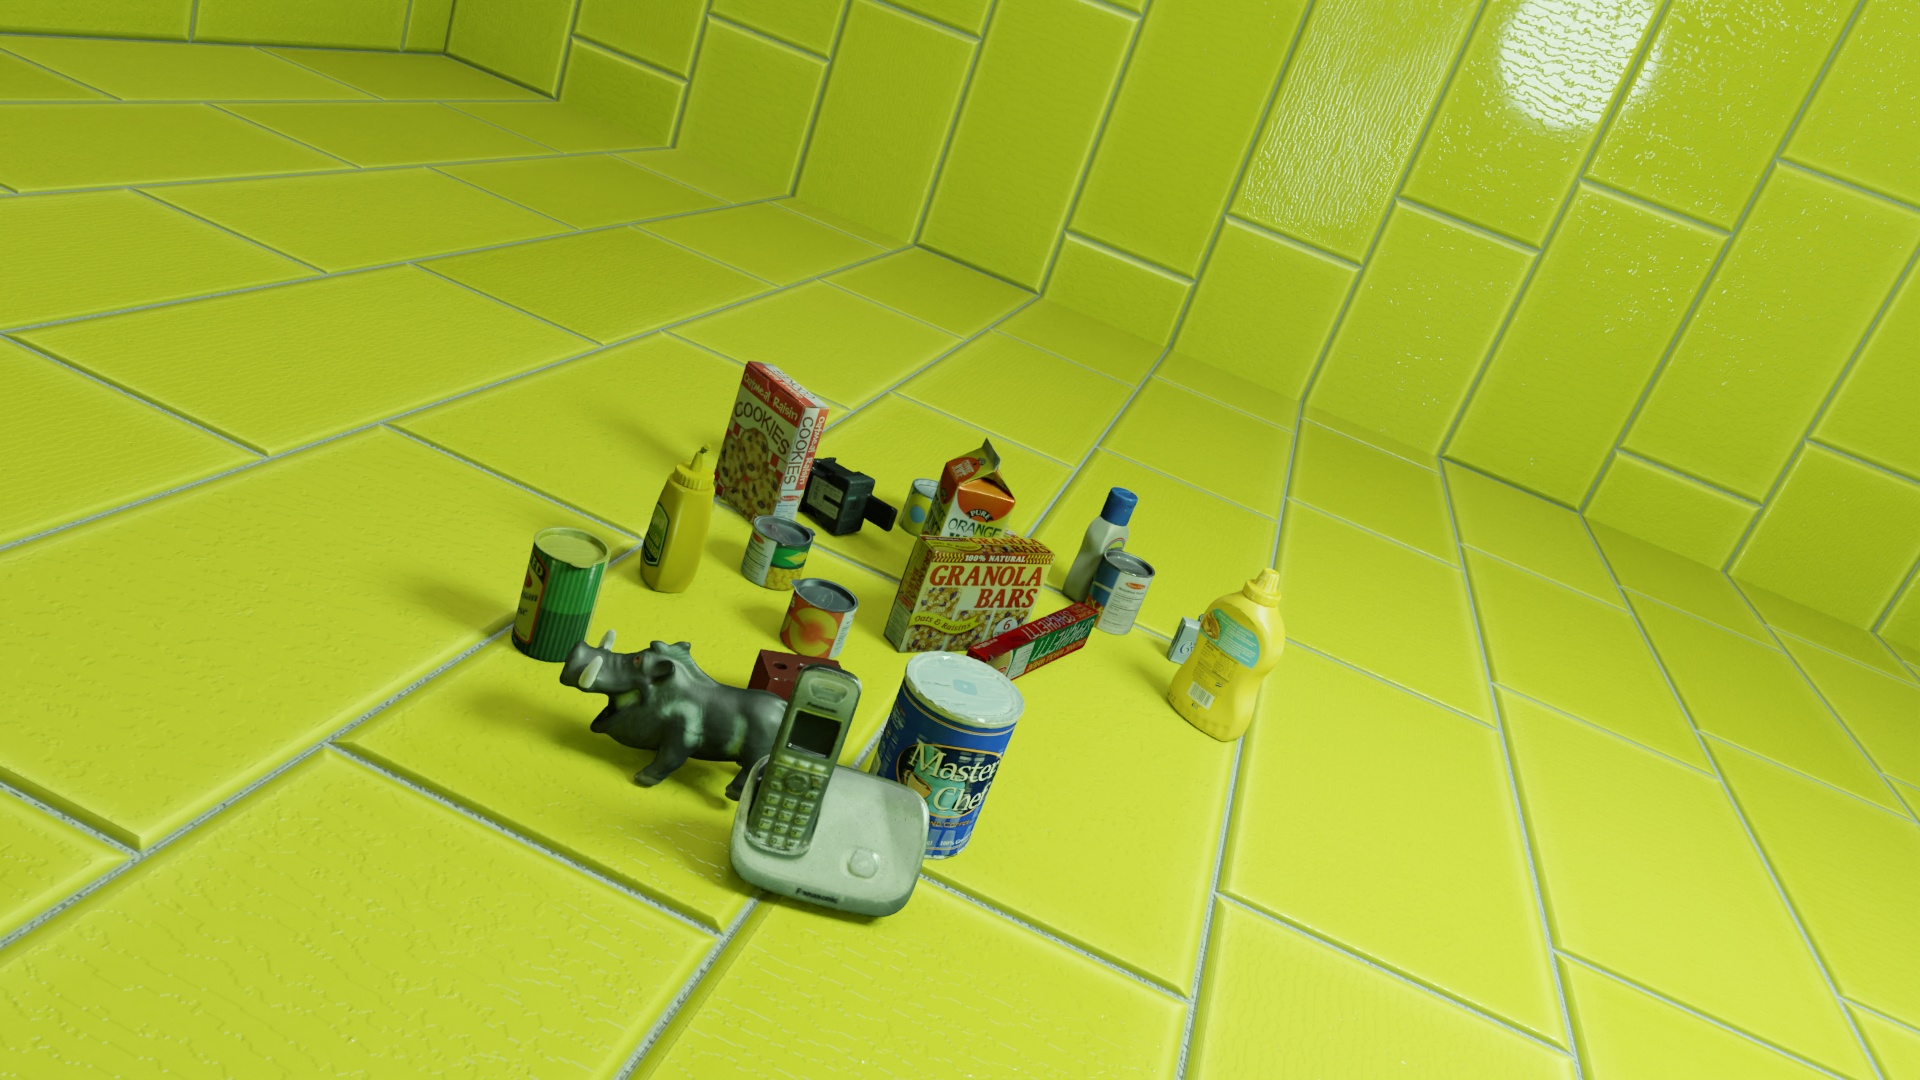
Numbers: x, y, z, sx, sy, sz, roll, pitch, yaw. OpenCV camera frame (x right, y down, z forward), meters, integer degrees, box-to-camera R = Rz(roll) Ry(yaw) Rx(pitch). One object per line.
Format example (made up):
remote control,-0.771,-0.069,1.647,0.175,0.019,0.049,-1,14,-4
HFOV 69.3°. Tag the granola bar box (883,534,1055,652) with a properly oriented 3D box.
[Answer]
granola bar box,0.010,0.057,1.490,0.166,0.123,0.039,2,28,-39

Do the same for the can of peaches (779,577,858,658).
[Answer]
can of peaches,-0.145,0.078,1.396,0.071,0.057,0.071,18,22,-7

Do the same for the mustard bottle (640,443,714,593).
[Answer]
mustard bottle,-0.278,-0.027,1.388,0.049,0.159,0.065,4,27,-36

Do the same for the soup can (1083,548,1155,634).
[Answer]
soup can,0.190,0.062,1.691,0.071,0.083,0.071,18,22,-7

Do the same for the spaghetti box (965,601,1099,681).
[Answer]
spaghetti box,0.077,0.116,1.509,0.029,0.050,0.251,31,24,24

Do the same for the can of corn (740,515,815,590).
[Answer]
can of corn,-0.196,0.014,1.501,0.071,0.058,0.071,18,22,-7

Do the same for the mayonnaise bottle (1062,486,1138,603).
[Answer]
mayonnaise bottle,0.177,0.006,1.723,0.065,0.147,0.041,-4,32,-47

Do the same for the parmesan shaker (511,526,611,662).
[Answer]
parmesan shaker,-0.352,0.049,1.221,0.071,0.102,0.071,18,22,-7

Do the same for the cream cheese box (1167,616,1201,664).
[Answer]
cream cheese box,0.305,0.132,1.666,0.104,0.053,0.024,18,21,-6

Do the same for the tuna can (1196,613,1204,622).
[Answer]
tuna can,0.324,0.123,1.732,0.071,0.032,0.071,18,22,-7

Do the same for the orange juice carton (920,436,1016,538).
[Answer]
orange juice carton,0.006,-0.020,1.575,0.073,0.191,0.072,13,22,-18

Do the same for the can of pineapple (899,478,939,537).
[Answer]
can of pineapple,-0.037,-0.038,1.763,0.071,0.057,0.071,18,22,-7

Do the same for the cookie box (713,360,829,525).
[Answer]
cookie box,-0.224,-0.107,1.615,0.040,0.166,0.123,-3,31,-45

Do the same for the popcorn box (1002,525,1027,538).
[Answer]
popcorn box,0.020,0.012,1.658,0.127,0.085,0.038,34,25,30
